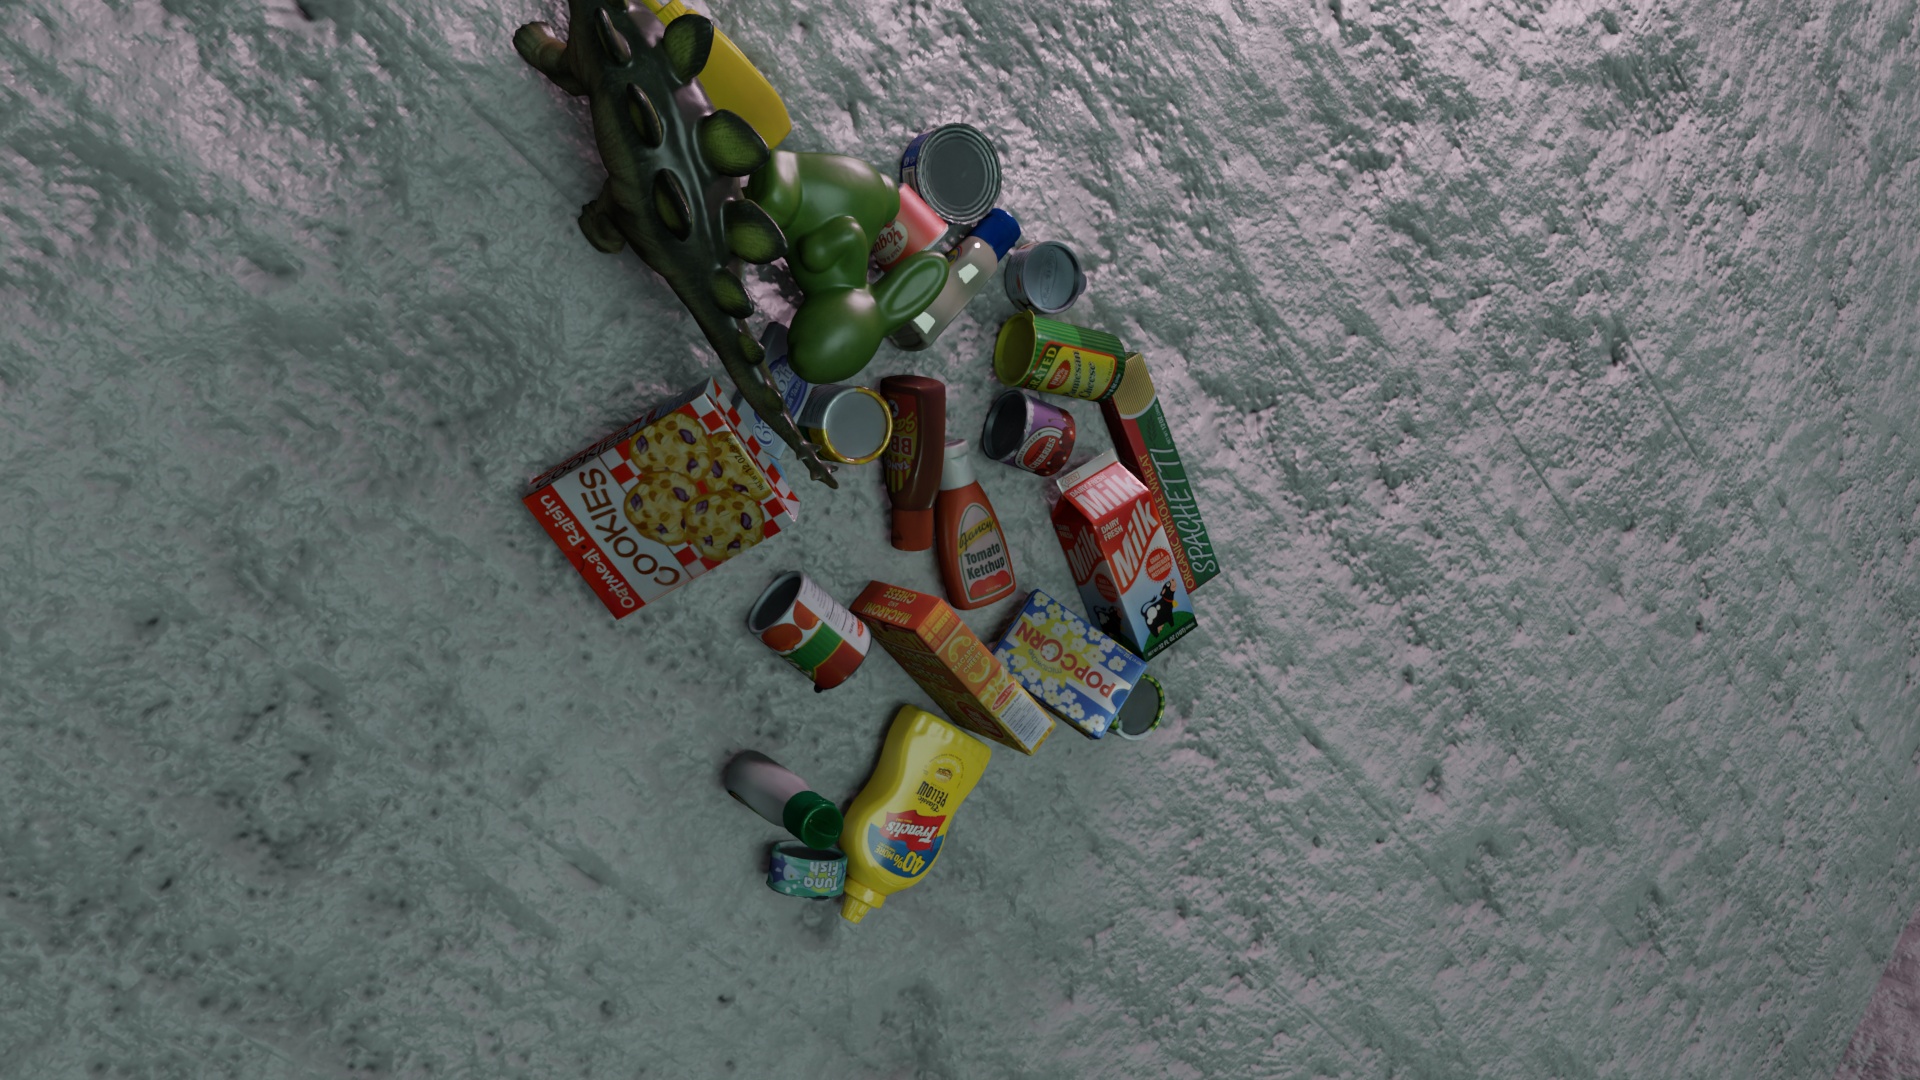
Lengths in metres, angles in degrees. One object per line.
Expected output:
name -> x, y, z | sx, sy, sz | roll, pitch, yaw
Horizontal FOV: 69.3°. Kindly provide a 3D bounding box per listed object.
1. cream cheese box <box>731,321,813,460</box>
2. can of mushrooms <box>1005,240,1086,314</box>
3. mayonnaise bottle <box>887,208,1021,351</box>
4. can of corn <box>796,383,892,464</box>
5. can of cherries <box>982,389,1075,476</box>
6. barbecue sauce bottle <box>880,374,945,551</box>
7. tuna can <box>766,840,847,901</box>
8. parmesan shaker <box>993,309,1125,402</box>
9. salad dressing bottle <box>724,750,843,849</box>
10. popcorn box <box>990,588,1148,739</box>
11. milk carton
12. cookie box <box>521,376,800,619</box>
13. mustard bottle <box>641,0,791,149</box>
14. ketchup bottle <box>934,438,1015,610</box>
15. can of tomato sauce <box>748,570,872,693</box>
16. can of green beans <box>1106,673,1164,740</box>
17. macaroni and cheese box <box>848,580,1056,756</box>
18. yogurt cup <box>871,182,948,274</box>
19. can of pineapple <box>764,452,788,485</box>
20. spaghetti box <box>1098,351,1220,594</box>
cream cheese box -> -0.154, -0.122, 1.145 | 0.053, 0.024, 0.104 | 28, 82, -30
can of mushrooms -> 0.077, -0.238, 1.265 | 0.071, 0.033, 0.071 | -4, 98, -31
mayonnaise bottle -> -0.004, -0.227, 1.202 | 0.041, 0.064, 0.148 | 48, 68, -23
can of corn -> -0.096, -0.096, 1.163 | 0.071, 0.058, 0.071 | -5, 99, -30
can of cherries -> 0.063, -0.094, 1.252 | 0.058, 0.071, 0.071 | 18, 87, -33
barbecue sauce bottle -> -0.041, -0.066, 1.201 | 0.044, 0.065, 0.148 | -13, 112, -38
tuna can -> -0.130, 0.281, 1.183 | 0.071, 0.071, 0.033 | 8, 92, -32
parmesan shaker -> 0.092, -0.167, 1.261 | 0.103, 0.071, 0.071 | 7, 93, -31
salad dressing bottle -> -0.142, 0.210, 1.121 | 0.064, 0.147, 0.044 | 34, 79, -30
popcorn box -> 0.096, 0.115, 1.286 | 0.127, 0.038, 0.085 | 35, 76, 1
milk carton -> 0.149, 0.012, 1.316 | 0.072, 0.073, 0.190 | -30, 110, -24
cookie box -> -0.226, -0.029, 1.055 | 0.167, 0.040, 0.122 | -28, 114, 12
mustard bottle -> -0.200, -0.366, 1.072 | 0.065, 0.049, 0.160 | -48, 116, -17
ketchup bottle -> 0.004, -0.016, 1.243 | 0.065, 0.043, 0.148 | -21, 106, -27
can of tomato sauce -> -0.127, 0.076, 1.163 | 0.083, 0.071, 0.071 | 43, 75, -27
can of green beans -> 0.156, 0.156, 1.347 | 0.071, 0.058, 0.071 | -4, 99, -31
macaroni and cheese box -> -0.009, 0.110, 1.204 | 0.040, 0.123, 0.166 | -50, 117, -17
yogurt cup -> -0.052, -0.263, 1.167 | 0.072, 0.072, 0.054 | -46, 108, -18
can of pineapple -> -0.178, -0.043, 1.121 | 0.071, 0.058, 0.071 | -4, 98, -31
spaghetti box -> 0.192, -0.063, 1.359 | 0.050, 0.028, 0.249 | -32, 111, -23
